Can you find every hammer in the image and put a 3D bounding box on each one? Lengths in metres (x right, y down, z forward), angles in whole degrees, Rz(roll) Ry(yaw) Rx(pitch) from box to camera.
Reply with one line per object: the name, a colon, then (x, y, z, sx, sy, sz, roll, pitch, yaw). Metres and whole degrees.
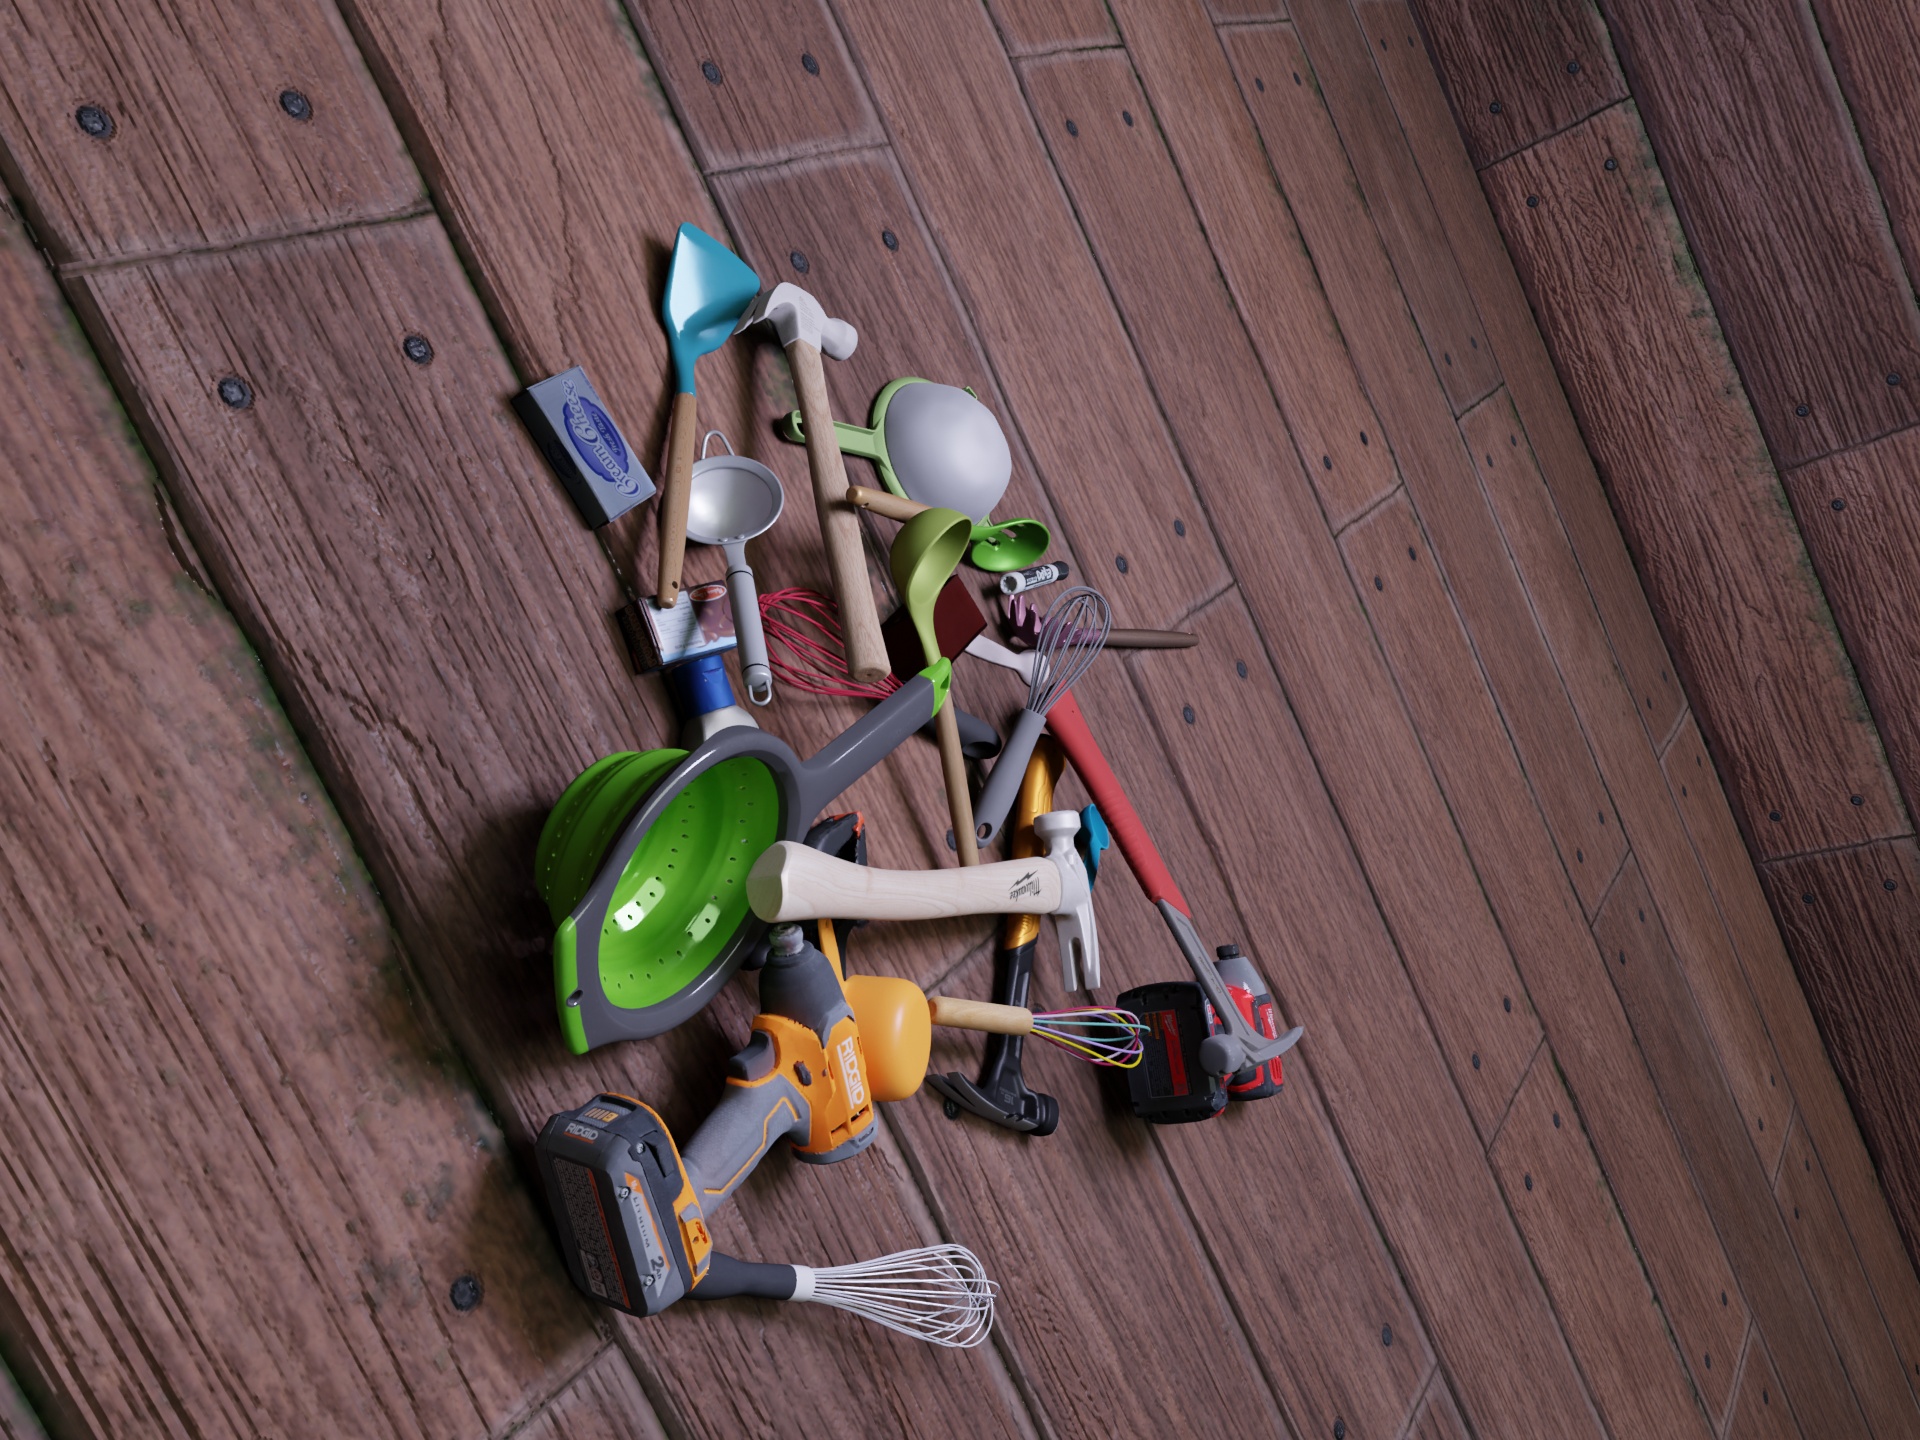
hammer: (0.161, 0.124, 1.326, 0.149, 0.036, 0.359, 1, 56, -57)
hammer: (-0.100, -0.183, 1.186, 0.130, 0.031, 0.332, 20, 52, -54)
hammer: (0.046, 0.159, 1.303, 0.127, 0.034, 0.337, 34, 52, -38)
hammer: (-0.010, 0.133, 1.142, 0.410, 0.038, 0.146, 8, 71, -58)

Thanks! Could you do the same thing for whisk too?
whisk: (0.065, 0.239, 1.234, 0.244, 0.051, 0.047, 18, 69, -43)
whisk: (0.062, -0.002, 1.315, 0.055, 0.055, 0.239, 30, 82, -39)
whisk: (-0.060, -0.027, 1.236, 0.295, 0.073, 0.073, 31, 54, -45)
whisk: (-0.083, 0.377, 1.055, 0.284, 0.070, 0.070, 21, 61, -38)

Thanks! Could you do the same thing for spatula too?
spatula: (-0.194, -0.218, 1.150, 0.082, 0.044, 0.318, 31, 47, -43)

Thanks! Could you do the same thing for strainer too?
strainer: (-0.157, -0.104, 1.113, 0.050, 0.087, 0.259, 89, -11, -49)
strainer: (-0.037, -0.236, 1.332, 0.256, 0.069, 0.151, 2, 74, -50)

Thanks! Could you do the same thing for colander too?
colander: (-0.147, 0.046, 1.034, 0.397, 0.094, 0.204, -41, 146, -43)

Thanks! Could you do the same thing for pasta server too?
pasta server: (0.145, -0.086, 1.509, 0.316, 0.060, 0.040, -2, 118, -52)

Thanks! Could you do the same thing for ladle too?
ladle: (-0.002, -0.004, 1.223, 0.078, 0.062, 0.320, -30, 114, -58)

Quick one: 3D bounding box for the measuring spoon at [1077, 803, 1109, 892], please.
measuring spoon: (0.107, 0.117, 1.375, 0.042, 0.021, 0.129, 63, 22, -20)

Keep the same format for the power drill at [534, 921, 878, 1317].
power drill: (-0.147, 0.236, 0.981, 0.226, 0.084, 0.164, -30, 117, -47)

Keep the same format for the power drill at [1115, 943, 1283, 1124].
power drill: (0.221, 0.275, 1.408, 0.219, 0.078, 0.143, 6, 73, -60)

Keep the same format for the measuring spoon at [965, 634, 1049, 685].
measuring spoon: (0.037, -0.060, 1.389, 0.124, 0.018, 0.034, 20, 61, -43)

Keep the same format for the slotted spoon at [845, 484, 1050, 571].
slotted spoon: (-0.009, -0.159, 1.280, 0.313, 0.070, 0.031, 4, 58, -64)

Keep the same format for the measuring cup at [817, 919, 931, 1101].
measuring cup: (-0.059, 0.192, 1.095, 0.095, 0.052, 0.173, -71, 157, -49)
